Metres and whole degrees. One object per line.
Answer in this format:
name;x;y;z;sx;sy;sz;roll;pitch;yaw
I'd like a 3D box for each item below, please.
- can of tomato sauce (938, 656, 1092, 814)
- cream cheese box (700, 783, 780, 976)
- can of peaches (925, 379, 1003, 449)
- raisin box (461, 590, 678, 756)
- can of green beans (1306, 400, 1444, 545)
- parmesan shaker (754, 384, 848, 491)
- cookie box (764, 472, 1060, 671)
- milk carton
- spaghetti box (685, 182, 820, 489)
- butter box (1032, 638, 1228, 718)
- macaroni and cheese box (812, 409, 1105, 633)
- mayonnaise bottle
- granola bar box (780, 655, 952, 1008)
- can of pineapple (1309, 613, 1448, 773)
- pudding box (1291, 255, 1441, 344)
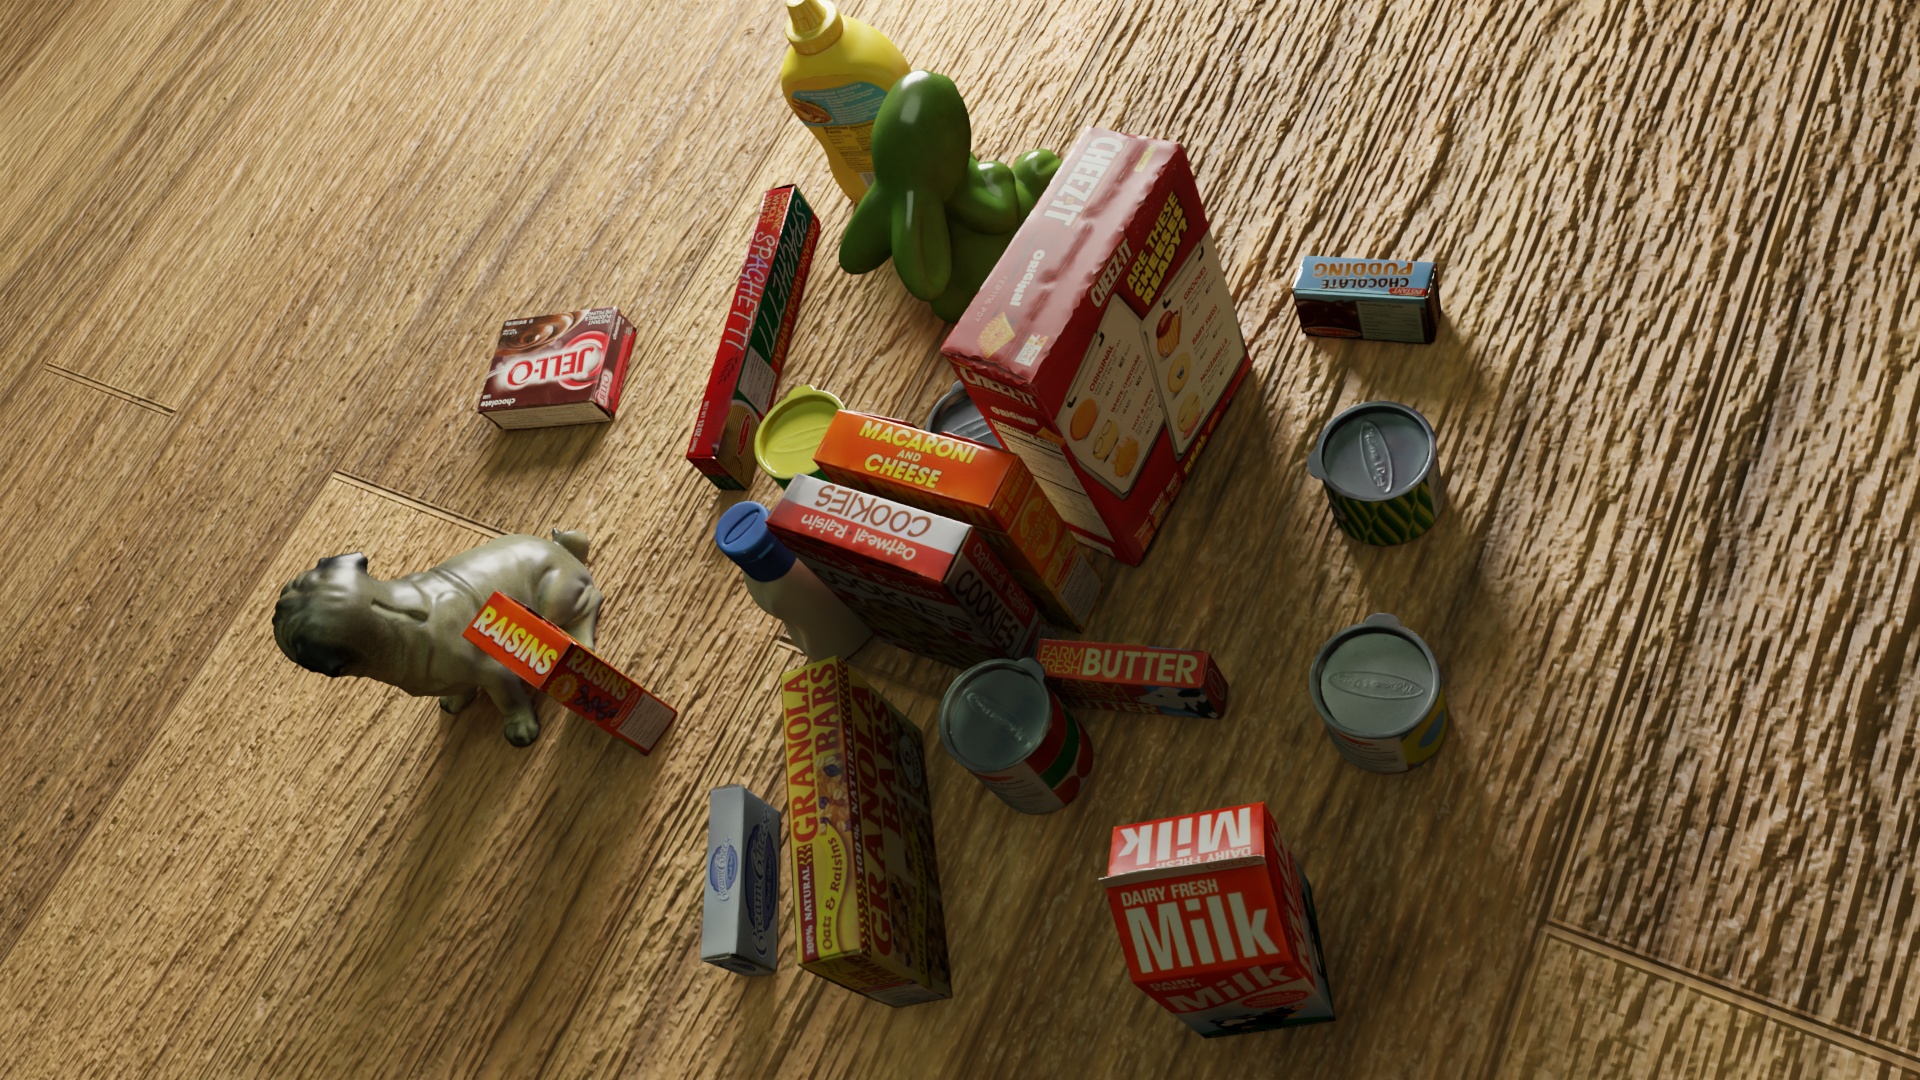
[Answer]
can of tomato sauce;0.034;0.112;0.795;0.071;0.083;0.071;-11;59;18
cream cheese box;-0.130;0.204;0.833;0.024;0.053;0.104;-13;58;17
can of peaches;0.018;-0.065;0.918;0.071;0.058;0.071;-11;59;18
raisin box;-0.254;0.088;0.910;0.086;0.123;0.040;26;76;33
can of green beans;0.243;-0.038;0.804;0.071;0.057;0.071;-11;59;18
parmesan shaker;-0.083;-0.047;0.925;0.071;0.102;0.071;-11;59;18
cookie box;-0.022;0.030;0.815;0.123;0.167;0.040;17;71;30
milk carton;0.123;0.178;0.653;0.072;0.190;0.074;-14;58;16
spaghetti box;-0.153;-0.157;1.050;0.028;0.050;0.251;-1;62;23
butter box;0.098;0.080;0.804;0.103;0.053;0.024;2;64;25
macaroni and cheese box;0.003;-0.010;0.827;0.124;0.166;0.040;17;71;30
mayonnaise bottle;-0.100;0.025;0.863;0.065;0.147;0.041;-45;55;-5
granola bar box;-0.054;0.165;0.778;0.039;0.124;0.166;-17;57;14
can of pineapple;0.226;0.083;0.743;0.071;0.057;0.071;-11;59;18
pudding box;0.254;-0.151;0.869;0.084;0.049;0.030;9;67;27
